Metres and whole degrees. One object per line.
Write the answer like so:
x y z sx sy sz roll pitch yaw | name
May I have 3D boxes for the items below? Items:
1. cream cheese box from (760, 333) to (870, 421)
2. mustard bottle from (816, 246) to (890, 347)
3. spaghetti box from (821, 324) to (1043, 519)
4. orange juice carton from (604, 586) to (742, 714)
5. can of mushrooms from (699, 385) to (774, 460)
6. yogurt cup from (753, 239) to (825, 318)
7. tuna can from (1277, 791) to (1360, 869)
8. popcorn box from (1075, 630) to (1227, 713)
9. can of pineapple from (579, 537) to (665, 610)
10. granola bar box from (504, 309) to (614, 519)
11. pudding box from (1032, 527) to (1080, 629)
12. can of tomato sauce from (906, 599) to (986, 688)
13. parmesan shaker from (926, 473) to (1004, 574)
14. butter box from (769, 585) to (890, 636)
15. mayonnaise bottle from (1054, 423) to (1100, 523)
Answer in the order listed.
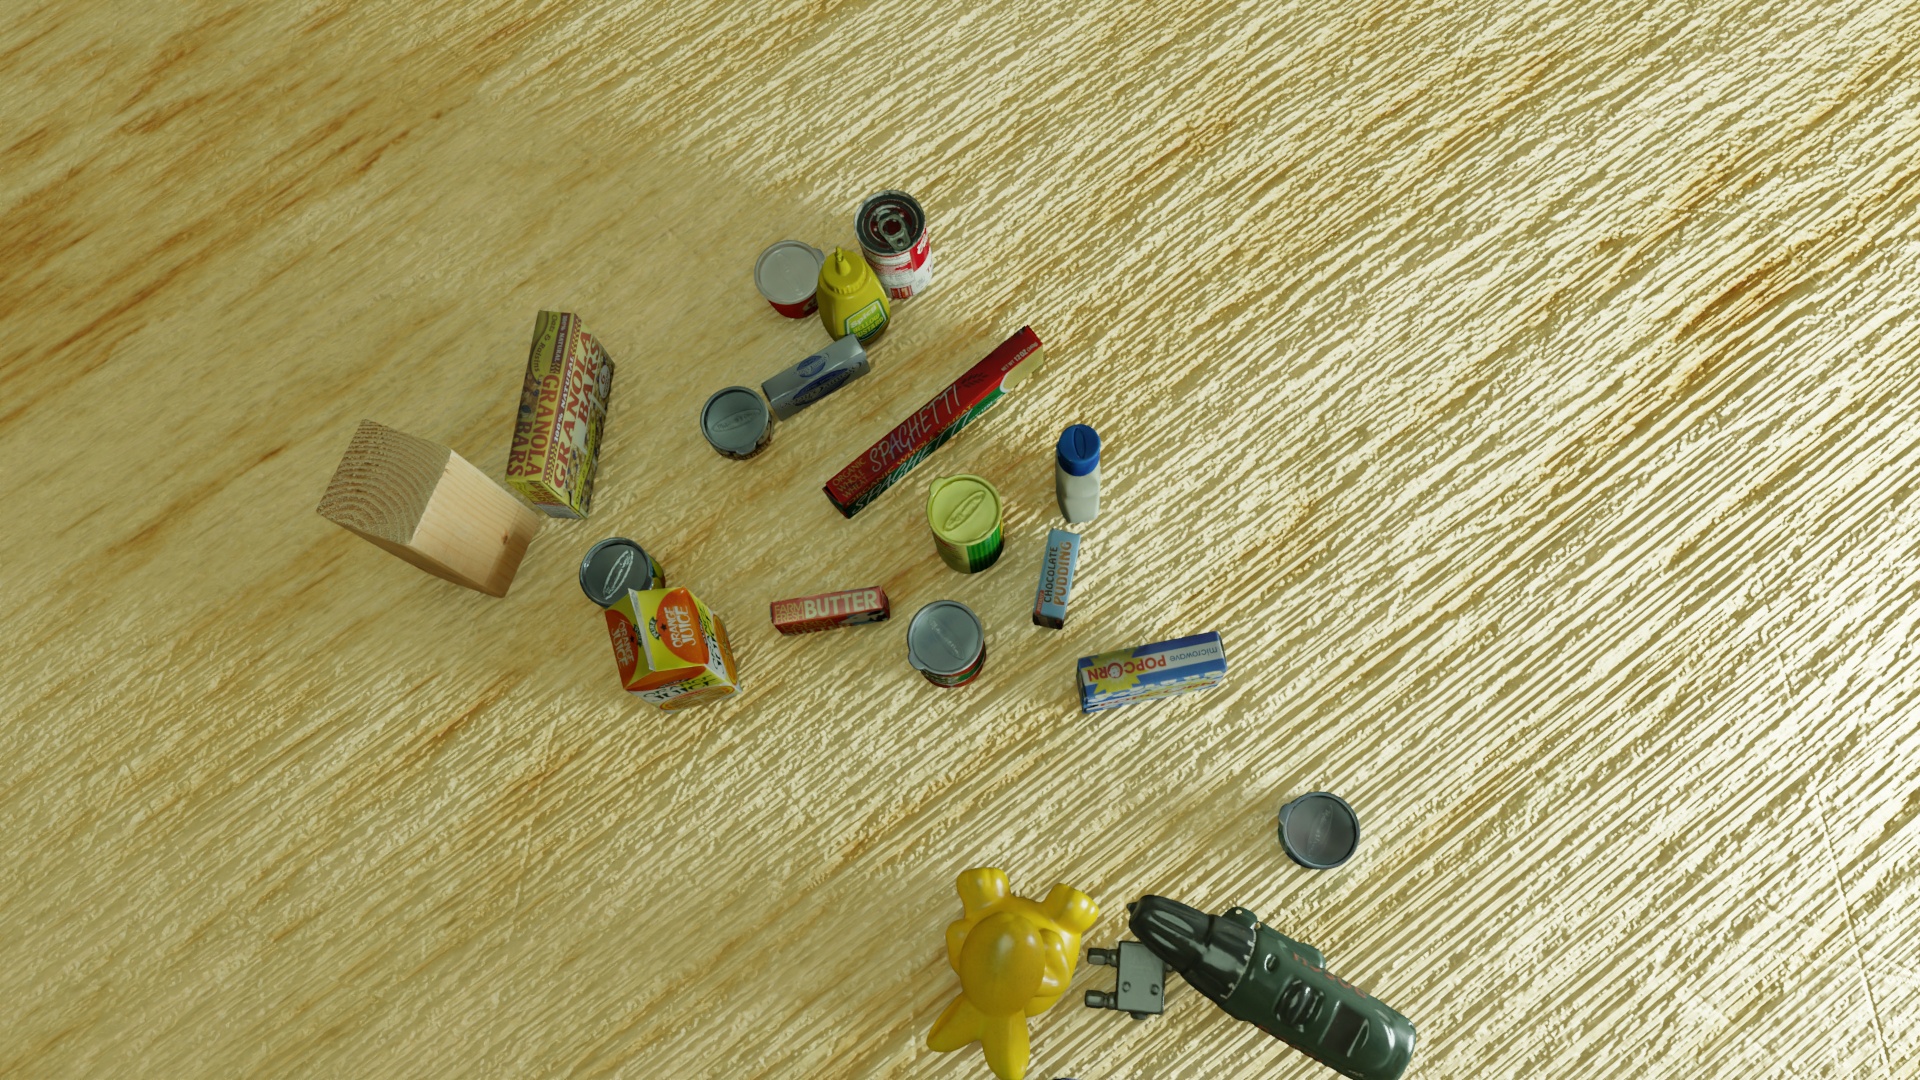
-0.138 -0.157 1.336 0.104 0.053 0.024 -30 75 -5 | cream cheese box
-0.104 -0.231 1.300 0.065 0.160 0.049 -35 75 -6 | mustard bottle
-0.023 -0.112 1.318 0.250 0.050 0.029 -39 76 -7 | spaghetti box
-0.250 0.095 1.200 0.073 0.192 0.072 -17 74 -1 | orange juice carton
-0.214 -0.110 1.338 0.071 0.033 0.071 -1 74 3 | can of mushrooms
-0.165 -0.253 1.365 0.072 0.054 0.072 -1 74 3 | yogurt cup
0.307 0.251 1.204 0.071 0.032 0.071 -1 74 3 | tuna can
0.166 0.117 1.223 0.127 0.085 0.038 -11 74 0 | popcorn box
-0.312 0.037 1.290 0.071 0.057 0.071 -1 74 3 | can of pineapple
-0.372 -0.115 1.302 0.039 0.124 0.166 5 75 5 | granola bar box
0.088 0.035 1.270 0.030 0.049 0.084 11 75 7 | pudding box
-0.012 0.096 1.241 0.071 0.083 0.071 -1 75 3 | can of tomato sauce
0.005 -0.016 1.262 0.071 0.103 0.071 -1 75 3 | parmesan shaker
-0.119 0.065 1.272 0.103 0.053 0.024 -9 74 1 | butter box
0.106 -0.063 1.245 0.041 0.147 0.065 -8 74 1 | mayonnaise bottle
